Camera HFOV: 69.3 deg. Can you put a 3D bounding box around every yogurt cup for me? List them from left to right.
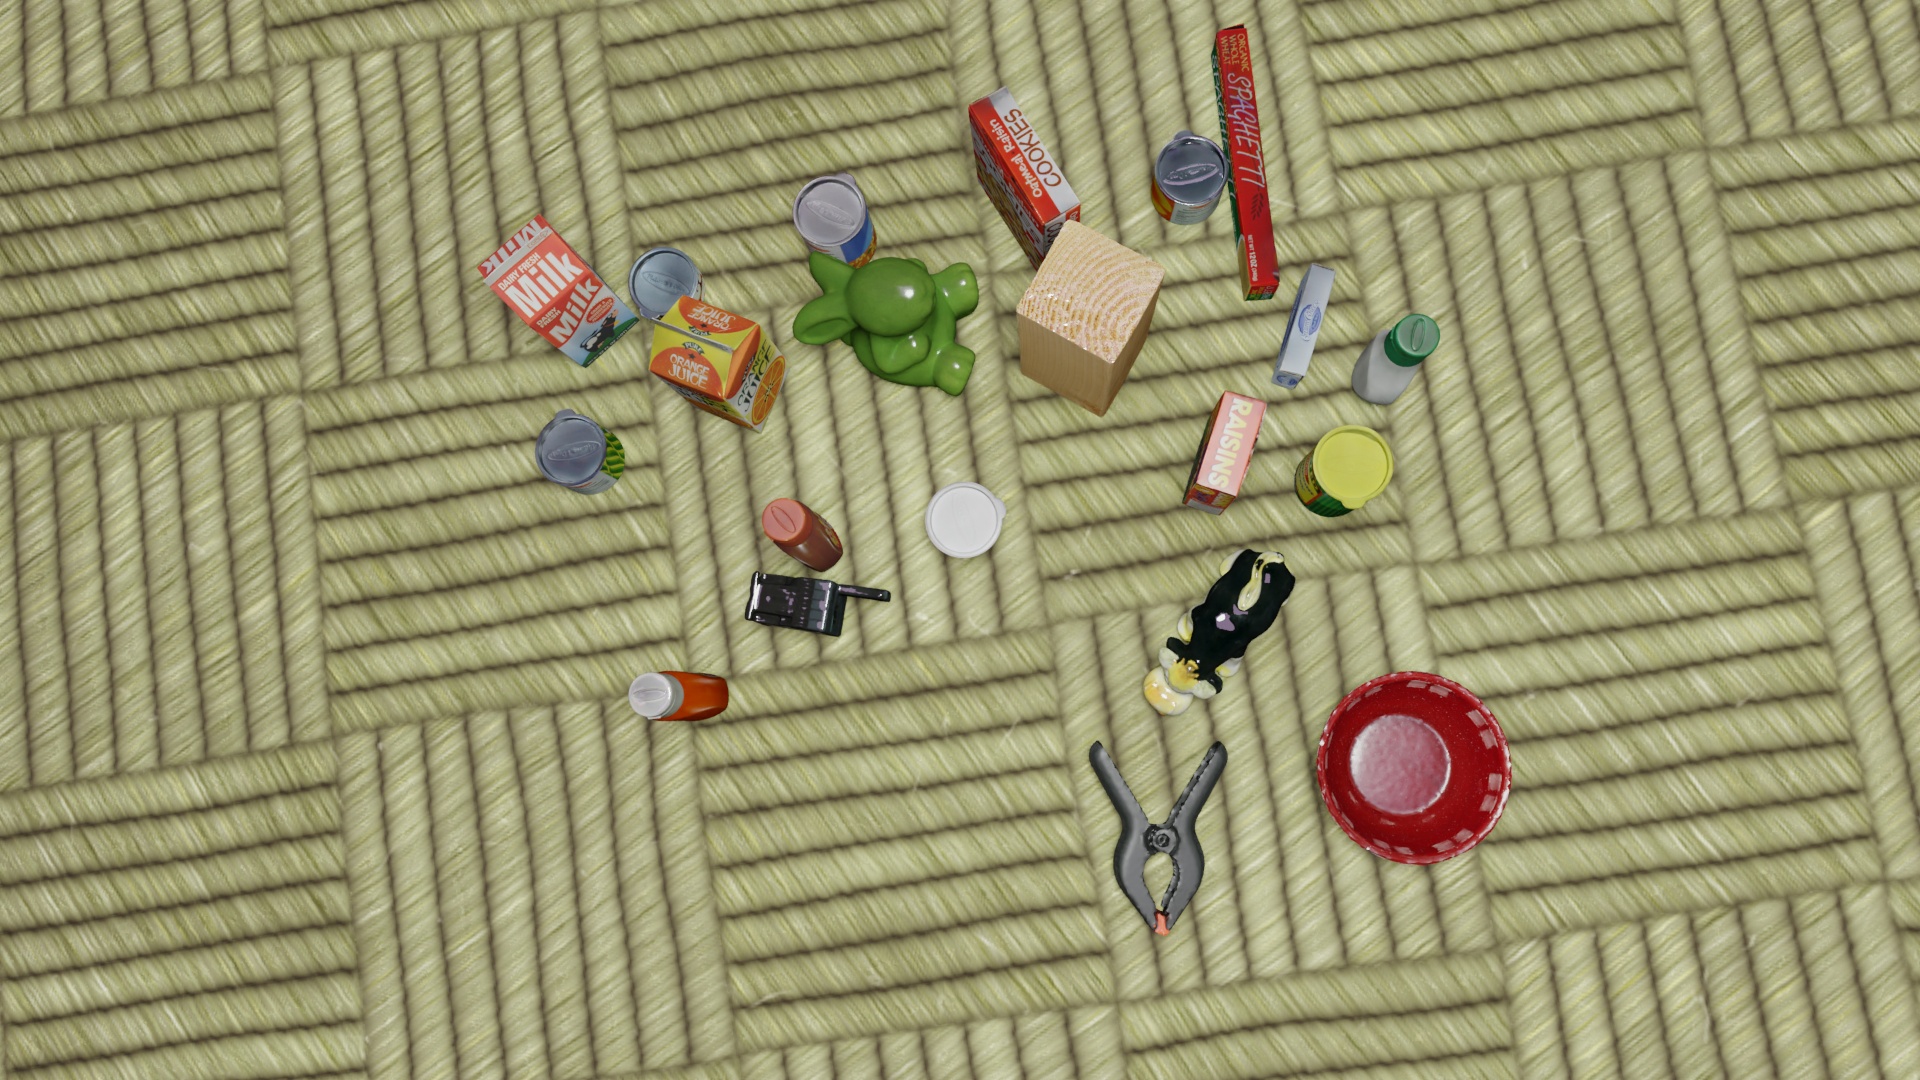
[{"bbox_3d":[0.004,-0.016,1.246,0.072,0.054,0.072,0,83,4],"label":"yogurt cup"}]

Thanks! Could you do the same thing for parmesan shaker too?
[{"bbox_3d":[0.330,-0.055,1.206,0.071,0.103,0.071,0,83,4],"label":"parmesan shaker"}]

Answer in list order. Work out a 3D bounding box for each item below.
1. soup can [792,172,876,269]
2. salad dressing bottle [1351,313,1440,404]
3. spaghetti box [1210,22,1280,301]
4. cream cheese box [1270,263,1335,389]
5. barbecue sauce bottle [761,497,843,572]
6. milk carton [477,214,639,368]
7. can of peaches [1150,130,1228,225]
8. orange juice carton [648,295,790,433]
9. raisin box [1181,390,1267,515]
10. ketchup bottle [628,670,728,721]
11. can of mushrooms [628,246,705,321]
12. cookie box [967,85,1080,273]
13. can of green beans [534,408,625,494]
[{"bbox_3d":[-0.112,-0.290,1.274,0.071,0.083,0.071,0,83,4],"label":"soup can"},{"bbox_3d":[0.374,-0.157,1.194,0.044,0.147,0.064,13,84,5],"label":"salad dressing bottle"},{"bbox_3d":[0.261,-0.346,1.275,0.029,0.050,0.250,-6,82,3],"label":"spaghetti box"},{"bbox_3d":[0.308,-0.191,1.250,0.024,0.053,0.104,17,84,6],"label":"cream cheese box"},{"bbox_3d":[-0.140,-0.008,1.206,0.044,0.148,0.065,-42,82,-2],"label":"barbecue sauce bottle"},{"bbox_3d":[-0.358,-0.223,1.227,0.072,0.190,0.073,-43,82,-2],"label":"milk carton"},{"bbox_3d":[0.209,-0.331,1.272,0.071,0.058,0.071,0,83,4],"label":"can of peaches"},{"bbox_3d":[-0.210,-0.155,1.208,0.072,0.192,0.073,22,85,6],"label":"orange juice carton"},{"bbox_3d":[0.228,-0.073,1.204,0.040,0.123,0.086,18,85,6],"label":"raisin box"},{"bbox_3d":[-0.246,0.134,1.194,0.065,0.148,0.043,-6,83,3],"label":"ketchup bottle"},{"bbox_3d":[-0.276,-0.237,1.303,0.071,0.033,0.071,0,83,4],"label":"can of mushrooms"},{"bbox_3d":[0.057,-0.308,1.224,0.040,0.167,0.123,-31,82,0],"label":"cookie box"},{"bbox_3d":[-0.348,-0.078,1.274,0.071,0.058,0.071,0,83,4],"label":"can of green beans"}]
